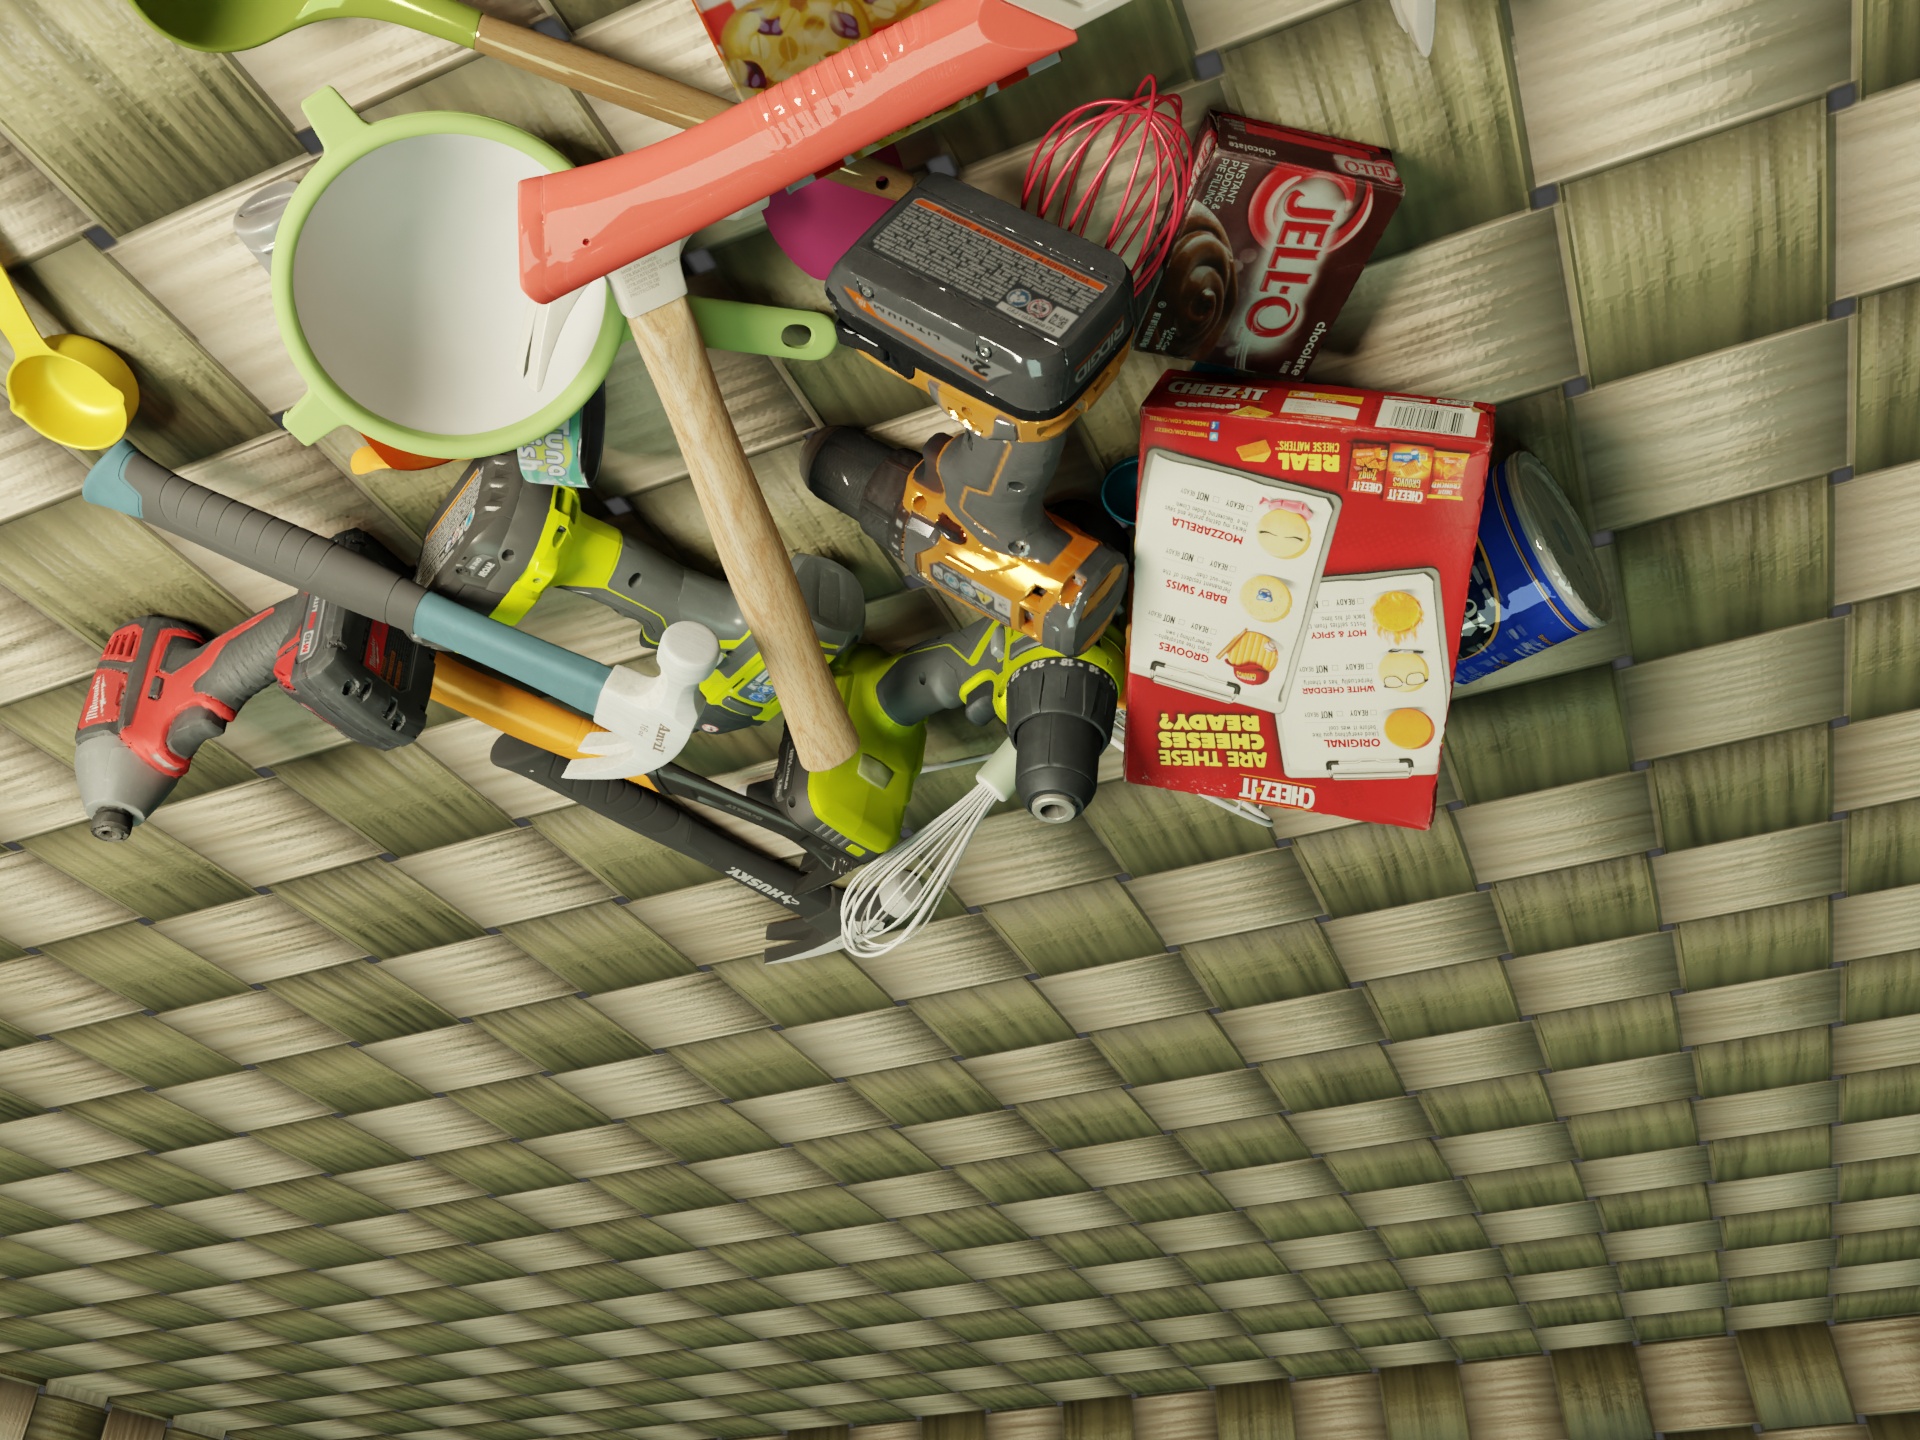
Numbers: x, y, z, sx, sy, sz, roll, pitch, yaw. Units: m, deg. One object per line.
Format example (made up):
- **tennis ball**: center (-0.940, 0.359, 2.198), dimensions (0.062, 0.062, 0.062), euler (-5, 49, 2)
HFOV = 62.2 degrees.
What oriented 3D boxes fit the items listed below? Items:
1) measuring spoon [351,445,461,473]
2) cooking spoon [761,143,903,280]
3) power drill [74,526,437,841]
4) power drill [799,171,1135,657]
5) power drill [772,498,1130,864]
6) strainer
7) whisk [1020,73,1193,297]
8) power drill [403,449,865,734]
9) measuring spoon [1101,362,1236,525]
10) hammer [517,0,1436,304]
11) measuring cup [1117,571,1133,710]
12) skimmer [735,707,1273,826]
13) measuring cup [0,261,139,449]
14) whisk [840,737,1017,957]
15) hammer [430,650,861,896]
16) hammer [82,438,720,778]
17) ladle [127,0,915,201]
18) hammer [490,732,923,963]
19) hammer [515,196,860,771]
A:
- **measuring spoon**: center (-0.273, -0.143, 0.830), dimensions (0.117, 0.021, 0.011), euler (-4, 128, 24)
- **cooking spoon**: center (-0.076, -0.300, 0.631), dimensions (0.069, 0.017, 0.318), euler (-5, 144, 7)
- **power drill**: center (-0.415, -0.015, 0.917), dimensions (0.219, 0.143, 0.078), euler (-17, 143, 18)
- **power drill**: center (-0.007, -0.139, 0.745), dimensions (0.185, 0.084, 0.226), euler (31, 156, 19)
- **power drill**: center (-0.001, -0.003, 0.897), dimensions (0.228, 0.191, 0.080), euler (-26, 133, 38)
- **strainer**: center (-0.185, -0.200, 0.741), dimensions (0.256, 0.069, 0.151), euler (0, 118, -29)
- **whisk**: center (0.041, -0.181, 0.762), dimensions (0.073, 0.073, 0.295), euler (8, 148, -11)
- **power drill**: center (-0.190, -0.061, 0.911), dimensions (0.223, 0.080, 0.171), euler (21, 143, -30)
- **measuring spoon**: center (0.114, -0.157, 0.834), dimensions (0.042, 0.021, 0.128), euler (22, 131, -10)
- **hammer**: center (-0.005, -0.239, 0.593), dimensions (0.359, 0.037, 0.149), euler (-23, 141, 12)
- **measuring cup**: center (0.125, -0.078, 0.909), dimensions (0.095, 0.052, 0.173), euler (4, 136, -6)
- **skimmer**: center (0.020, 0.054, 1.052), dimensions (0.363, 0.090, 0.127), euler (-11, 174, 18)
- **measuring cup**: center (-0.453, -0.203, 0.768), dimensions (0.062, 0.029, 0.156), euler (-6, 131, 9)
- **whisk**: center (0.014, 0.047, 0.972), dimensions (0.246, 0.059, 0.057), euler (-49, 130, -6)
- **hammer**: center (-0.218, 0.026, 1.027), dimensions (0.336, 0.034, 0.127), euler (26, 150, -18)
- **hammer**: center (-0.288, -0.062, 0.814), dimensions (0.331, 0.033, 0.128), euler (24, 138, -3)
- **ladle**: center (-0.168, -0.264, 0.638), dimensions (0.320, 0.062, 0.078), euler (15, 123, -17)
- **hammer**: center (-0.192, 0.090, 1.149), dimensions (0.146, 0.035, 0.334), euler (-29, 135, 32)
- **hammer**: center (-0.112, -0.101, 0.779), dimensions (0.130, 0.031, 0.331), euler (-28, 130, -13)
